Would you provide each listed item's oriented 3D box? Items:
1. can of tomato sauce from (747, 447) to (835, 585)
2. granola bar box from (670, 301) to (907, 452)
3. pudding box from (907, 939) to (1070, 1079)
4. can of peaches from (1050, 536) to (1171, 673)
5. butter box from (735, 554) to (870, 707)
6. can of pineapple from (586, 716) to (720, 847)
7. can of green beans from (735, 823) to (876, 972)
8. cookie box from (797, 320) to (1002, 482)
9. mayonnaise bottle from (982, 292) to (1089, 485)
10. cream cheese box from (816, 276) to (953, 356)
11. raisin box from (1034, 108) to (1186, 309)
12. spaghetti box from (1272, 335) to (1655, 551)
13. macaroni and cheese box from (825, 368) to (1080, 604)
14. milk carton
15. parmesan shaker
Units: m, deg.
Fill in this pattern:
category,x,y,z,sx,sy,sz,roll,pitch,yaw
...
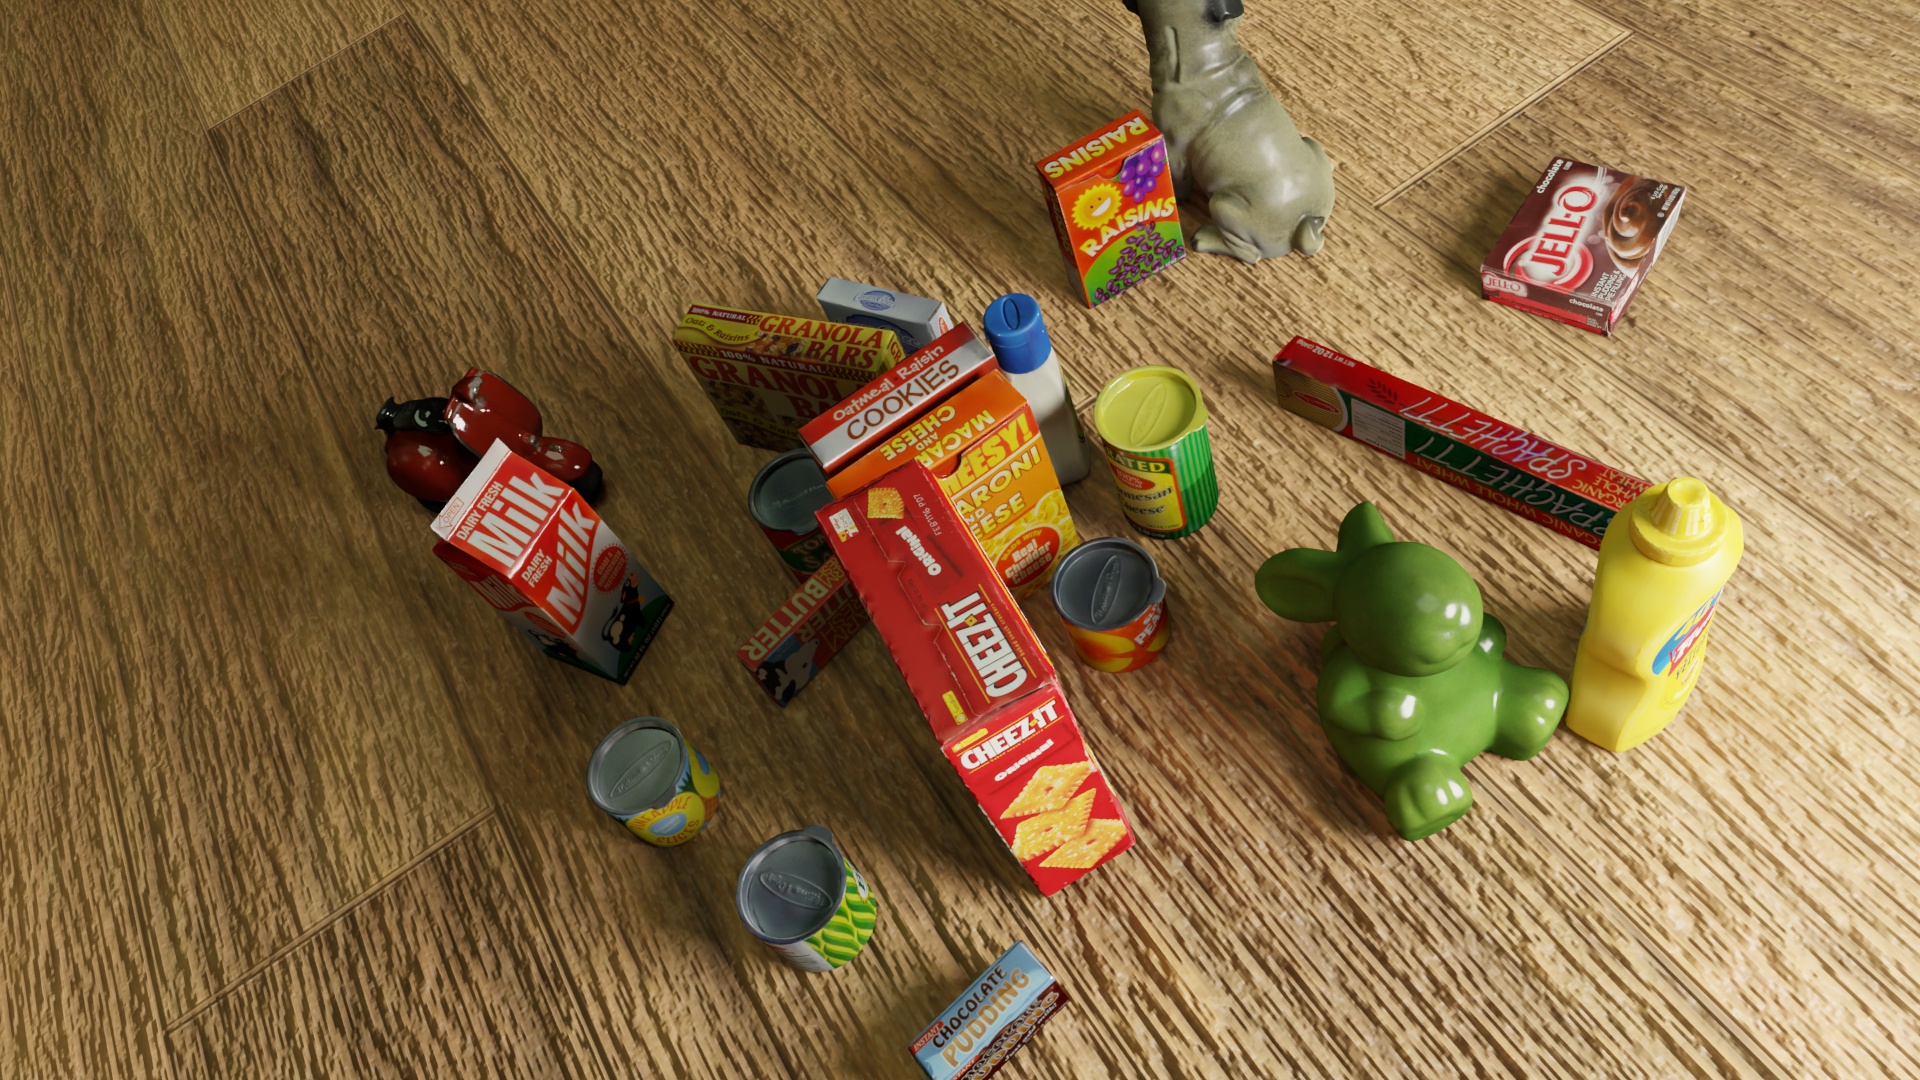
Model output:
category,x,y,z,sx,sy,sz,roll,pitch,yaw
can of tomato sauce,-0.096,-0.011,0.938,0.071,0.082,0.071,-9,55,12
granola bar box,-0.105,-0.106,0.980,0.165,0.123,0.039,12,62,25
pudding box,0.016,0.257,0.741,0.084,0.049,0.030,-41,55,-11
can of peaches,0.096,0.041,0.857,0.071,0.057,0.071,-8,55,12
butter box,-0.096,0.056,0.911,0.024,0.053,0.104,34,72,33
can of pineapple,-0.191,0.154,0.872,0.071,0.057,0.071,-8,55,12
can of green beans,-0.088,0.209,0.802,0.071,0.057,0.071,-8,55,12
cookie box,-0.018,-0.044,0.883,0.123,0.166,0.040,-35,54,-7
mayonnaise bottle,0.050,-0.100,0.911,0.041,0.147,0.065,-17,54,7
cream cheese box,-0.055,-0.165,1.048,0.104,0.053,0.024,17,64,27
raisin box,0.110,-0.236,1.000,0.086,0.123,0.040,-28,53,-2
spaghetti box,0.308,-0.059,0.862,0.250,0.050,0.029,31,71,32
macaroni and cheese box,0.003,-0.011,0.854,0.124,0.165,0.040,-35,54,-7
milk carton,-0.272,0.015,0.910,0.073,0.189,0.072,16,63,26
parmesan shaker,0.129,-0.053,0.882,0.071,0.102,0.071,-9,55,13
